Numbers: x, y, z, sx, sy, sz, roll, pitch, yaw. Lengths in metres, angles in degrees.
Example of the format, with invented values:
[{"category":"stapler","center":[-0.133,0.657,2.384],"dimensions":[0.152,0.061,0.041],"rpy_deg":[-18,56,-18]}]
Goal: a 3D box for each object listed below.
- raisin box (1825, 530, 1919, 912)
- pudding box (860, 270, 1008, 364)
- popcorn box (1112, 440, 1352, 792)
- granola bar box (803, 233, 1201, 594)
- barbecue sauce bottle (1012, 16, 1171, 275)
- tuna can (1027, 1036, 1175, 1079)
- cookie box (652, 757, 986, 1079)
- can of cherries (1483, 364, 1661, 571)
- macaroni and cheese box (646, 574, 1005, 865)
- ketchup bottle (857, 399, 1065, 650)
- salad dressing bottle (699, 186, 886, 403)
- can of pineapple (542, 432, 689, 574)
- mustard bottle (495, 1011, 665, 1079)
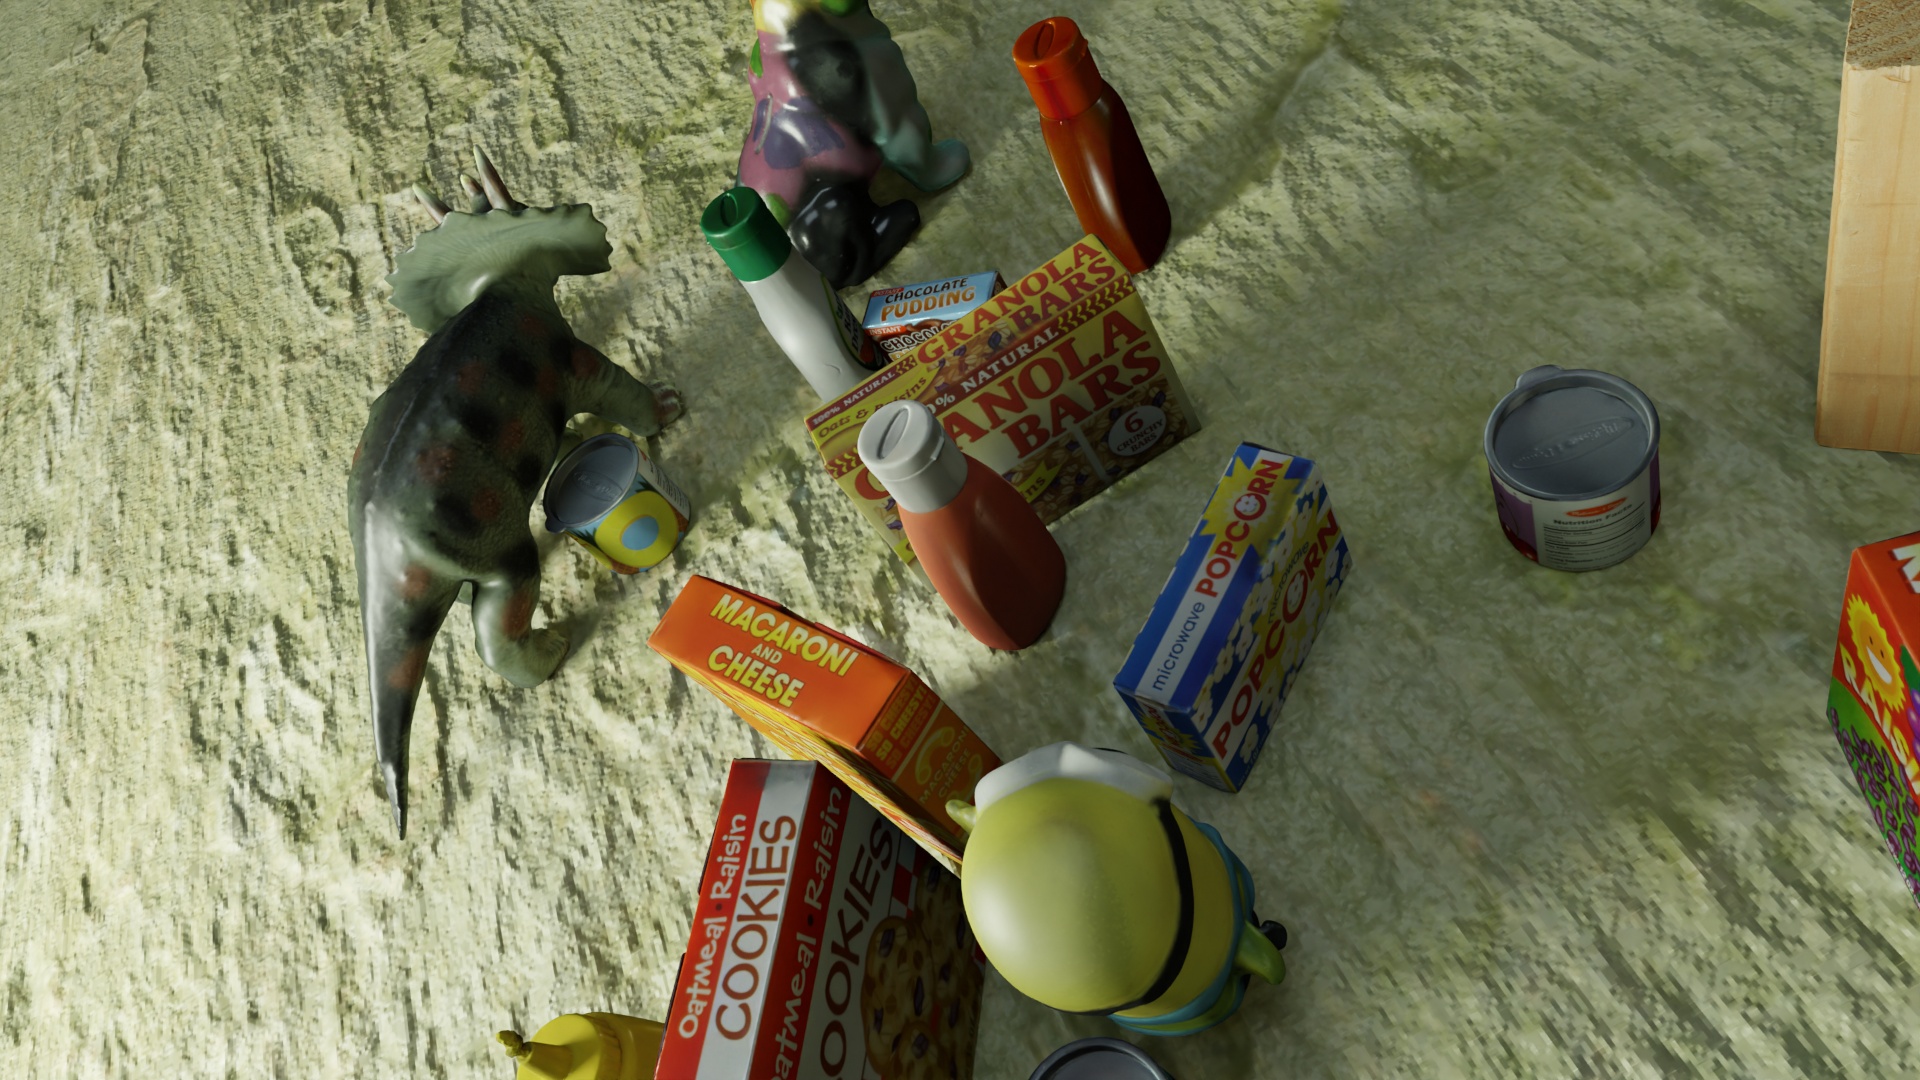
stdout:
[{"category":"raisin box","center":[0.320,0.062,0.447],"dimensions":[0.040,0.123,0.086],"rpy_deg":[-16,52,18]},{"category":"pudding box","center":[-0.008,-0.125,0.801],"dimensions":[0.083,0.049,0.030],"rpy_deg":[-4,57,26]},{"category":"popcorn box","center":[0.120,0.034,0.598],"dimensions":[0.038,0.085,0.127],"rpy_deg":[17,67,36]},{"category":"granola bar box","center":[0.024,-0.059,0.688],"dimensions":[0.165,0.124,0.039],"rpy_deg":[-32,49,5]},{"category":"barbecue sauce bottle","center":[0.073,-0.214,0.755],"dimensions":[0.043,0.148,0.065],"rpy_deg":[-2,58,27]},{"category":"tuna can","center":[0.057,0.229,0.529],"dimensions":[0.071,0.032,0.071],"rpy_deg":[-14,53,19]},{"category":"cookie box","center":[-0.045,0.173,0.533],"dimensions":[0.040,0.167,0.123],"rpy_deg":[-7,55,24]},{"category":"can of cherries","center":[0.259,-0.031,0.587],"dimensions":[0.071,0.058,0.072],"rpy_deg":[-14,53,19]},{"category":"macaroni and cheese box","center":[-0.039,0.085,0.593],"dimensions":[0.124,0.166,0.040],"rpy_deg":[20,69,37]},{"category":"ketchup bottle","center":[0.002,-0.008,0.648],"dimensions":[0.043,0.148,0.065],"rpy_deg":[8,62,32]},{"category":"salad dressing bottle","center":[-0.093,-0.136,0.790],"dimensions":[0.044,0.147,0.064],"rpy_deg":[-24,50,12]},{"category":"can of pineapple","center":[-0.205,-0.020,0.827],"dimensions":[0.071,0.057,0.071],"rpy_deg":[-14,53,19]},{"category":"mustard bottle","center":[-0.129,0.221,0.549],"dimensions":[0.049,0.159,0.065],"rpy_deg":[-2,57,27]}]
